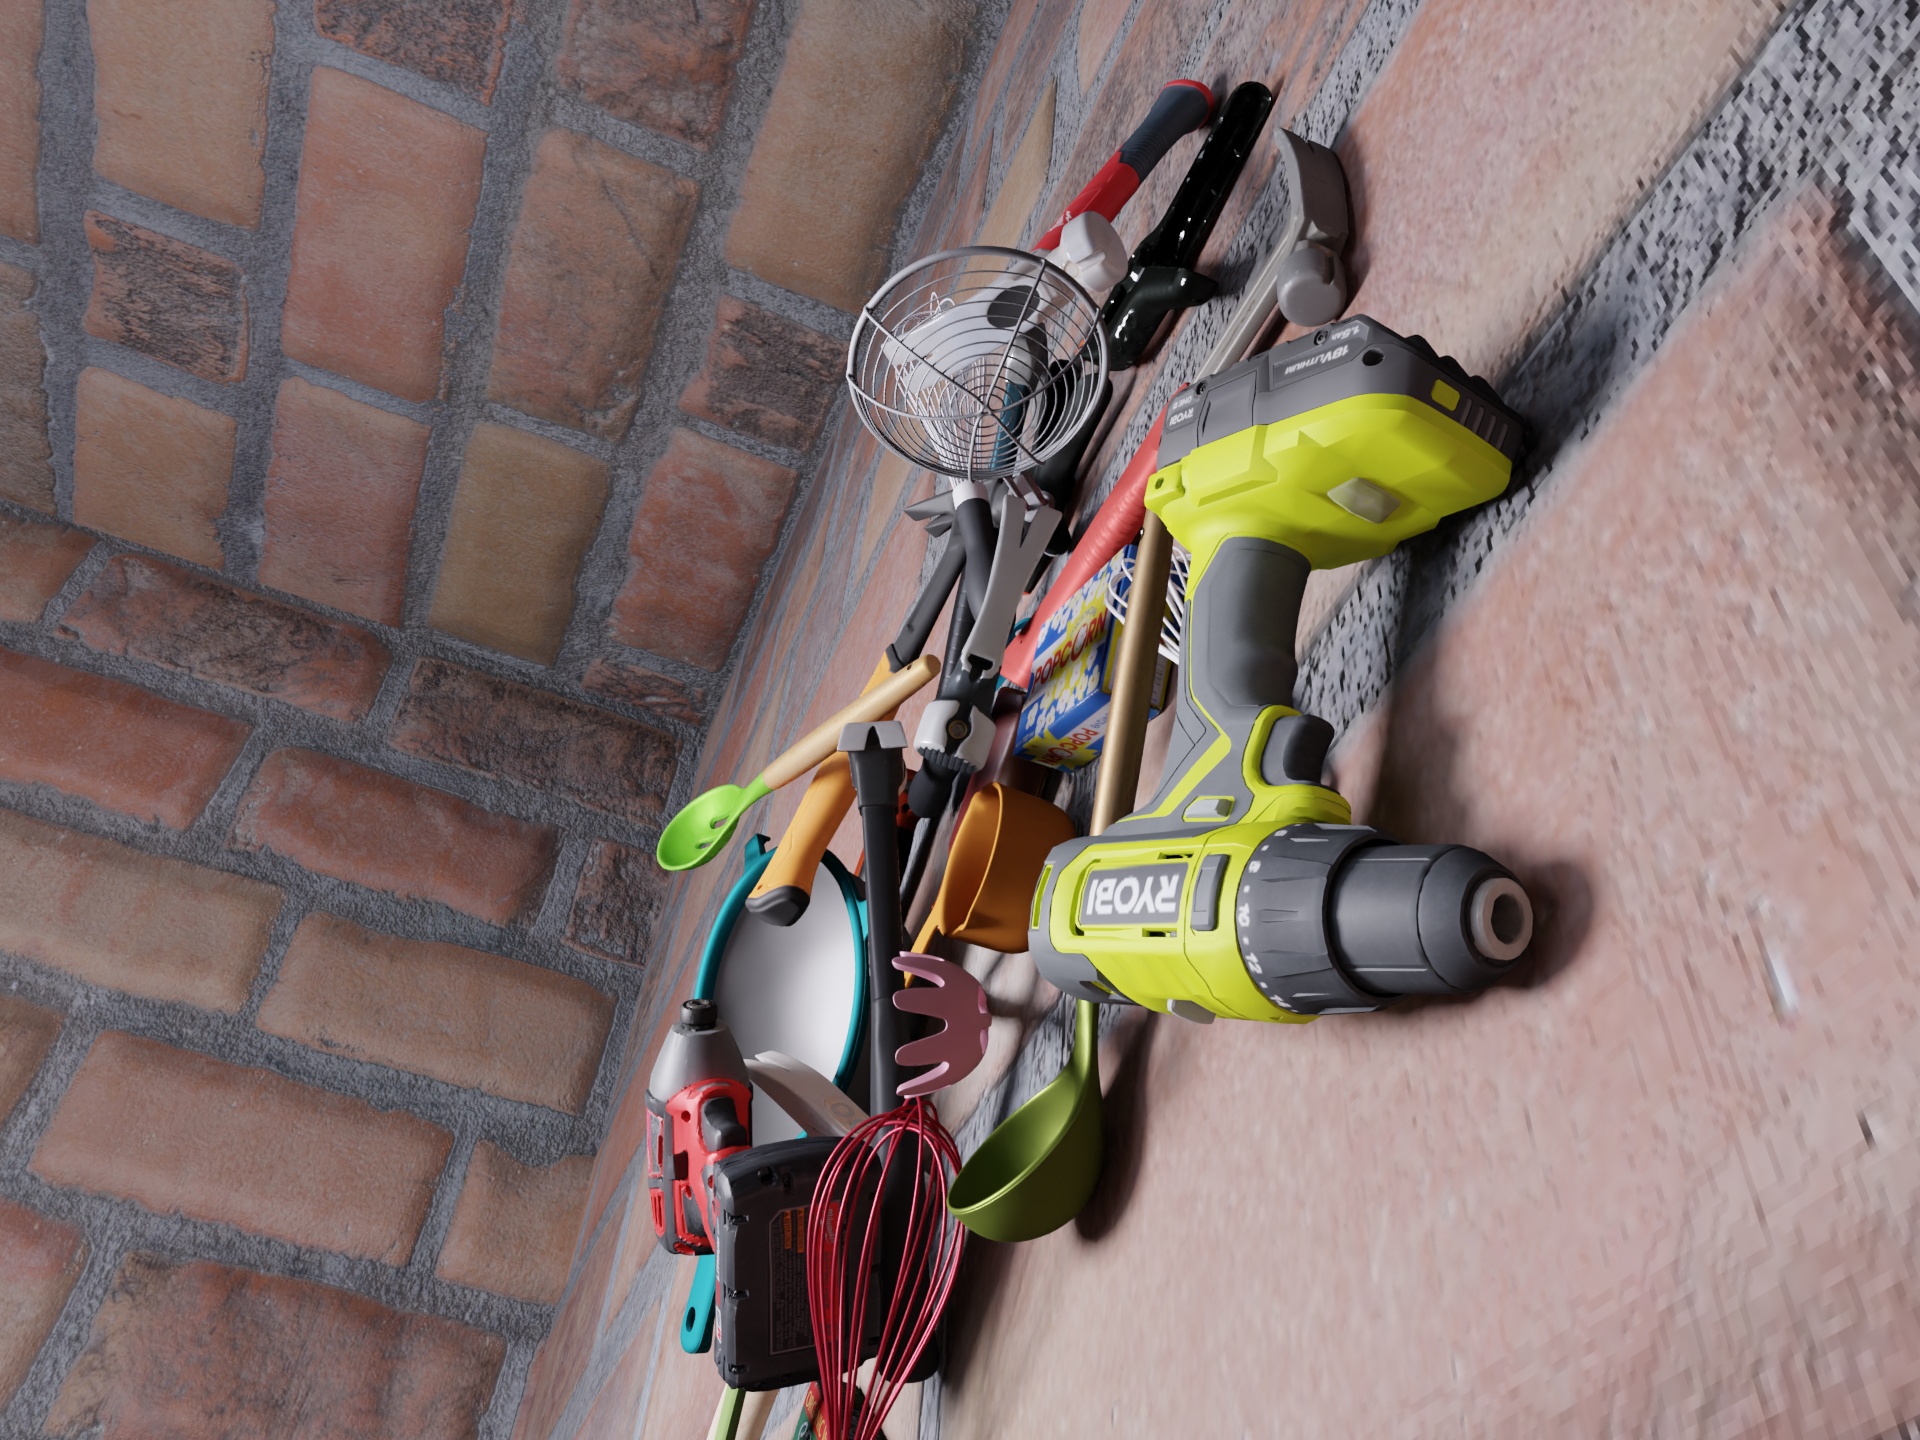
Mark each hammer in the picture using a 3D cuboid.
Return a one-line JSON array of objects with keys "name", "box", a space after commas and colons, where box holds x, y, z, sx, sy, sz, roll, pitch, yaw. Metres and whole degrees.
[{"name": "hammer", "box": [-0.133, 0.402, 0.973, 0.146, 0.038, 0.410, 33, 113, 35]}, {"name": "hammer", "box": [-0.056, -0.017, 1.051, 0.127, 0.034, 0.337, -5, 53, 53]}, {"name": "hammer", "box": [0.107, -0.146, 0.889, 0.359, 0.036, 0.149, 122, 162, -44]}, {"name": "hammer", "box": [0.020, -0.138, 1.188, 0.128, 0.033, 0.331, 44, -122, -78]}, {"name": "hammer", "box": [-0.002, -0.003, 0.960, 0.408, 0.036, 0.149, 112, 177, -75]}, {"name": "hammer", "box": [-0.036, 0.161, 0.819, 0.146, 0.035, 0.335, 94, 172, -76]}, {"name": "hammer", "box": [0.077, -0.313, 0.965, 0.143, 0.038, 0.386, -23, 23, 34]}]

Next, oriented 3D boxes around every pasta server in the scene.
[{"name": "pasta server", "box": [-0.007, 0.143, 0.785, 0.316, 0.040, 0.060, 90, 177, -82]}]

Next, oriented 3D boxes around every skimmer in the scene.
[{"name": "skimmer", "box": [0.030, -0.160, 0.895, 0.363, 0.127, 0.090, 20, -123, -80]}]

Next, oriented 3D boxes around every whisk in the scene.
[{"name": "whisk", "box": [0.002, -0.169, 1.045, 0.070, 0.070, 0.285, 124, 143, -50]}, {"name": "whisk", "box": [-0.048, 0.312, 0.702, 0.073, 0.073, 0.296, 170, 111, -76]}, {"name": "whisk", "box": [0.109, -0.023, 0.692, 0.247, 0.059, 0.057, -104, -2, -61]}]

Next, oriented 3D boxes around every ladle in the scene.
[{"name": "ladle", "box": [0.050, 0.062, 0.680, 0.078, 0.062, 0.320, 168, 112, -83]}]

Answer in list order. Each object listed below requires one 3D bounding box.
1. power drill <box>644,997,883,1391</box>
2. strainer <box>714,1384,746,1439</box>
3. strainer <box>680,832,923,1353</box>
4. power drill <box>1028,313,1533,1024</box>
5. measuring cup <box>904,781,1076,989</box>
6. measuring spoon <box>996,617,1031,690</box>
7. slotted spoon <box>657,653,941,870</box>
[{"name": "power drill", "box": [-0.115, 0.239, 0.836, 0.220, 0.078, 0.143, -164, 73, -65]}, {"name": "strainer", "box": [-0.113, 0.439, 0.864, 0.151, 0.069, 0.256, -163, 86, -79]}, {"name": "strainer", "box": [-0.105, 0.253, 1.056, 0.211, 0.095, 0.340, 14, 90, 55]}, {"name": "power drill", "box": [0.116, -0.011, 0.531, 0.190, 0.080, 0.229, -12, 59, 57]}, {"name": "measuring cup", "box": [0.013, 0.110, 0.885, 0.095, 0.052, 0.173, -85, 17, -48]}, {"name": "measuring spoon", "box": [0.016, -0.030, 1.111, 0.128, 0.042, 0.021, -54, 27, 32]}, {"name": "slotted spoon", "box": [-0.106, 0.029, 0.998, 0.313, 0.031, 0.070, -34, 29, 46]}]
